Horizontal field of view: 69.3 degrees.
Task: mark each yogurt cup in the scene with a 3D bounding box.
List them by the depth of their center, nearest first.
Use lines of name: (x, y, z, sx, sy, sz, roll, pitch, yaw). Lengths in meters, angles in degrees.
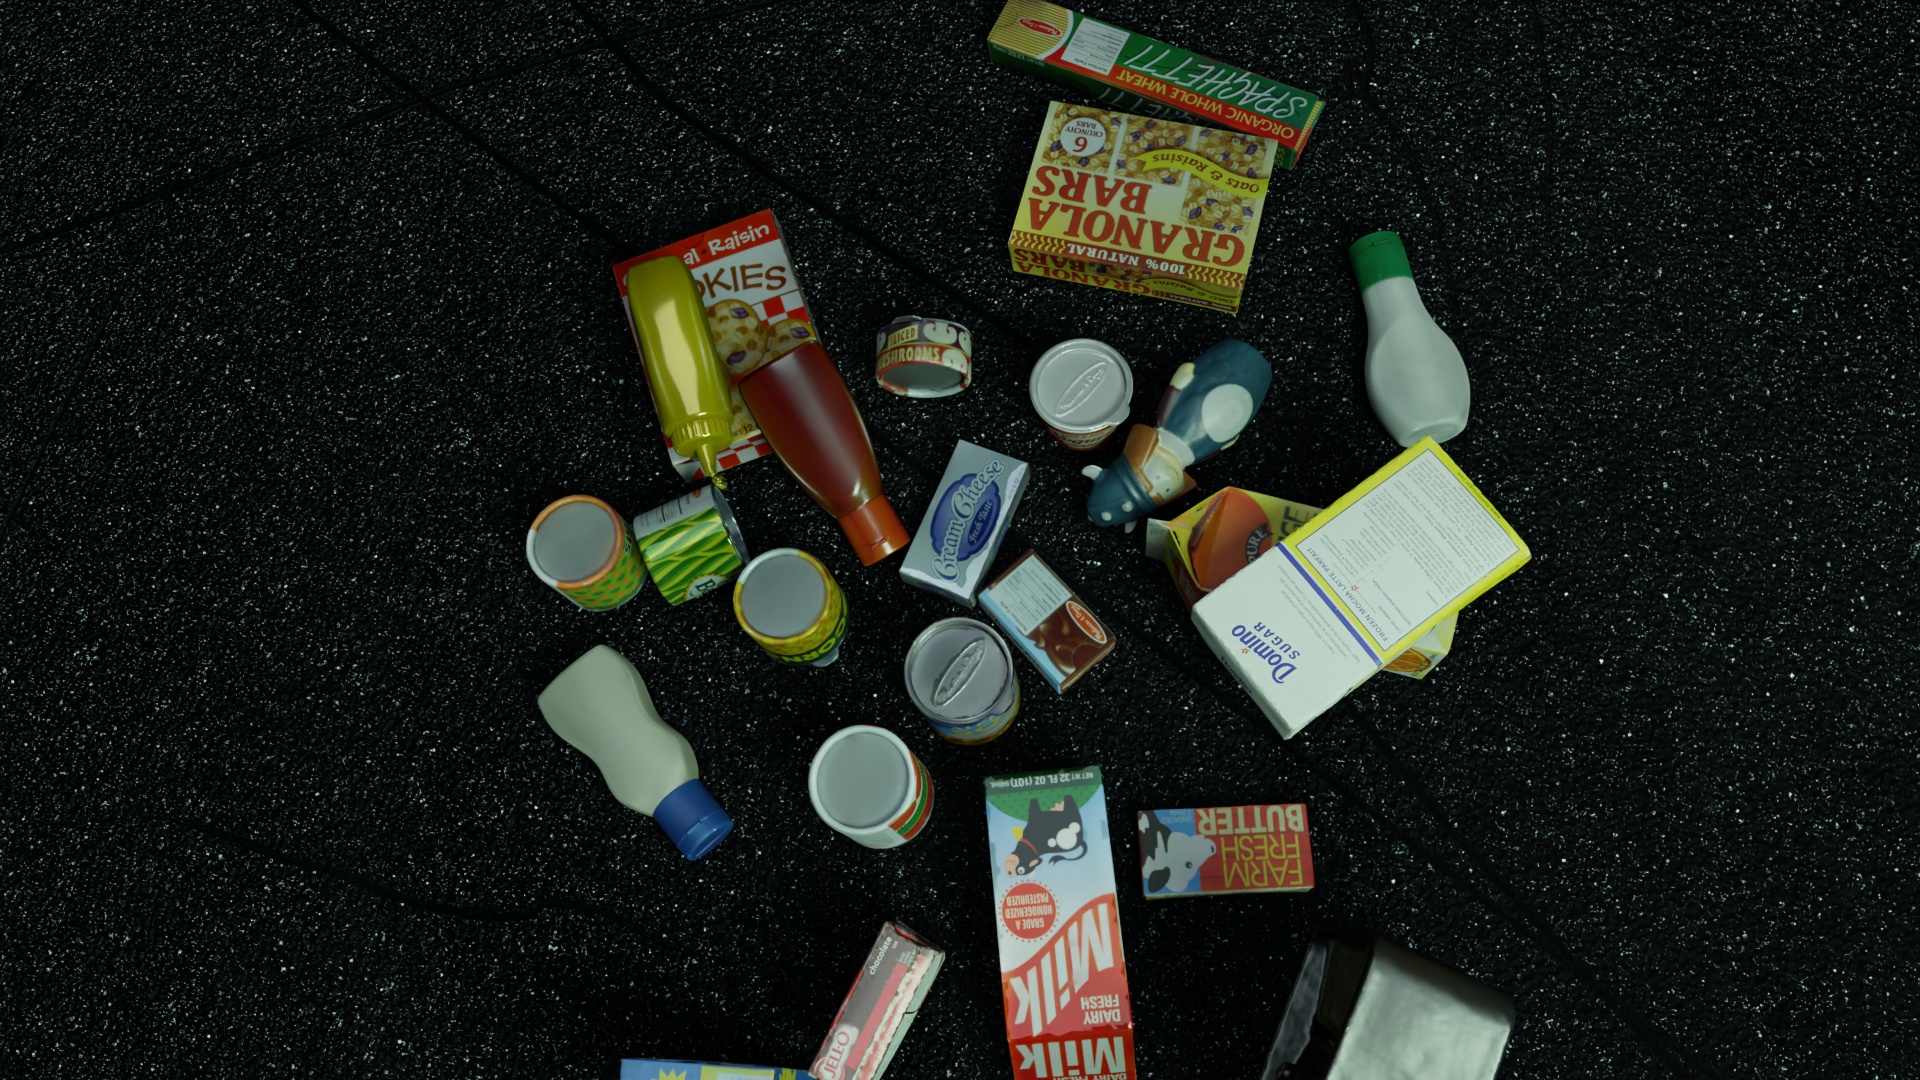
yogurt cup: (0.082, -0.095, 0.938, 0.072, 0.053, 0.072, -2, 72, 5)

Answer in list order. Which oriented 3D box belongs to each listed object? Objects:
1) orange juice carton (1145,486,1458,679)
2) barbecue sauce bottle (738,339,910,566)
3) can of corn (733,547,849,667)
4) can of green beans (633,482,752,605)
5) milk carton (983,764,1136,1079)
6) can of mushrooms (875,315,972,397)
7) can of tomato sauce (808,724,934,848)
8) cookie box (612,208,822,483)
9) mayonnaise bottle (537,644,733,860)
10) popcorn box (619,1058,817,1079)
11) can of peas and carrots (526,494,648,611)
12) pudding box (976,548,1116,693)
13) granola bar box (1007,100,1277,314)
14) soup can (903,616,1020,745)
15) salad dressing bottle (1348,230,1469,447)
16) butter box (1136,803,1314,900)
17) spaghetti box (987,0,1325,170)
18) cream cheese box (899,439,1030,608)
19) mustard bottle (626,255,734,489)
orange juice carton: (0.211, 0.022, 0.876, 0.193, 0.071, 0.073, 15, 73, 10)
barbecue sauce bottle: (-0.085, -0.055, 0.922, 0.065, 0.044, 0.148, -30, 94, 4)
can of corn: (-0.109, 0.046, 0.908, 0.071, 0.058, 0.071, -2, 72, 6)
can of green beans: (-0.177, 0.003, 0.925, 0.058, 0.071, 0.071, -24, 71, -1)
milk carton: (0.059, 0.235, 0.820, 0.072, 0.073, 0.191, -6, 72, 4)
can of mushrooms: (-0.026, -0.125, 0.950, 0.071, 0.071, 0.033, 0, 74, 6)
can of tomato sauce: (-0.054, 0.150, 0.854, 0.071, 0.083, 0.071, -2, 72, 5)
cookie box: (-0.164, -0.140, 0.985, 0.123, 0.040, 0.168, -20, 71, -1)
mayonnaise bottle: (-0.206, 0.139, 0.897, 0.065, 0.041, 0.148, -42, 74, -6)
popcorn box: (-0.134, 0.316, 0.785, 0.085, 0.126, 0.038, 2, 68, 6)
can of peas and carrots: (-0.248, 0.007, 0.935, 0.071, 0.058, 0.071, -2, 72, 5)
pudding box: (0.055, 0.053, 0.904, 0.050, 0.030, 0.084, -40, 73, -9)
granola bar box: (0.130, -0.238, 0.989, 0.166, 0.039, 0.124, 13, 73, 10)
soup can: (0.005, 0.092, 0.868, 0.071, 0.083, 0.071, -2, 72, 6)
salad dressing bottle: (0.298, -0.137, 0.936, 0.064, 0.044, 0.148, -11, 70, 4)
butter box: (0.161, 0.190, 0.850, 0.103, 0.024, 0.053, -4, 72, 5)
spaghetti box: (0.141, -0.341, 1.027, 0.250, 0.028, 0.050, 24, 76, 13)
cream cheese box: (0.003, -0.012, 0.934, 0.053, 0.024, 0.104, 20, 75, 13)
mustard bottle: (-0.182, -0.108, 0.923, 0.049, 0.065, 0.160, -16, 76, -3)
